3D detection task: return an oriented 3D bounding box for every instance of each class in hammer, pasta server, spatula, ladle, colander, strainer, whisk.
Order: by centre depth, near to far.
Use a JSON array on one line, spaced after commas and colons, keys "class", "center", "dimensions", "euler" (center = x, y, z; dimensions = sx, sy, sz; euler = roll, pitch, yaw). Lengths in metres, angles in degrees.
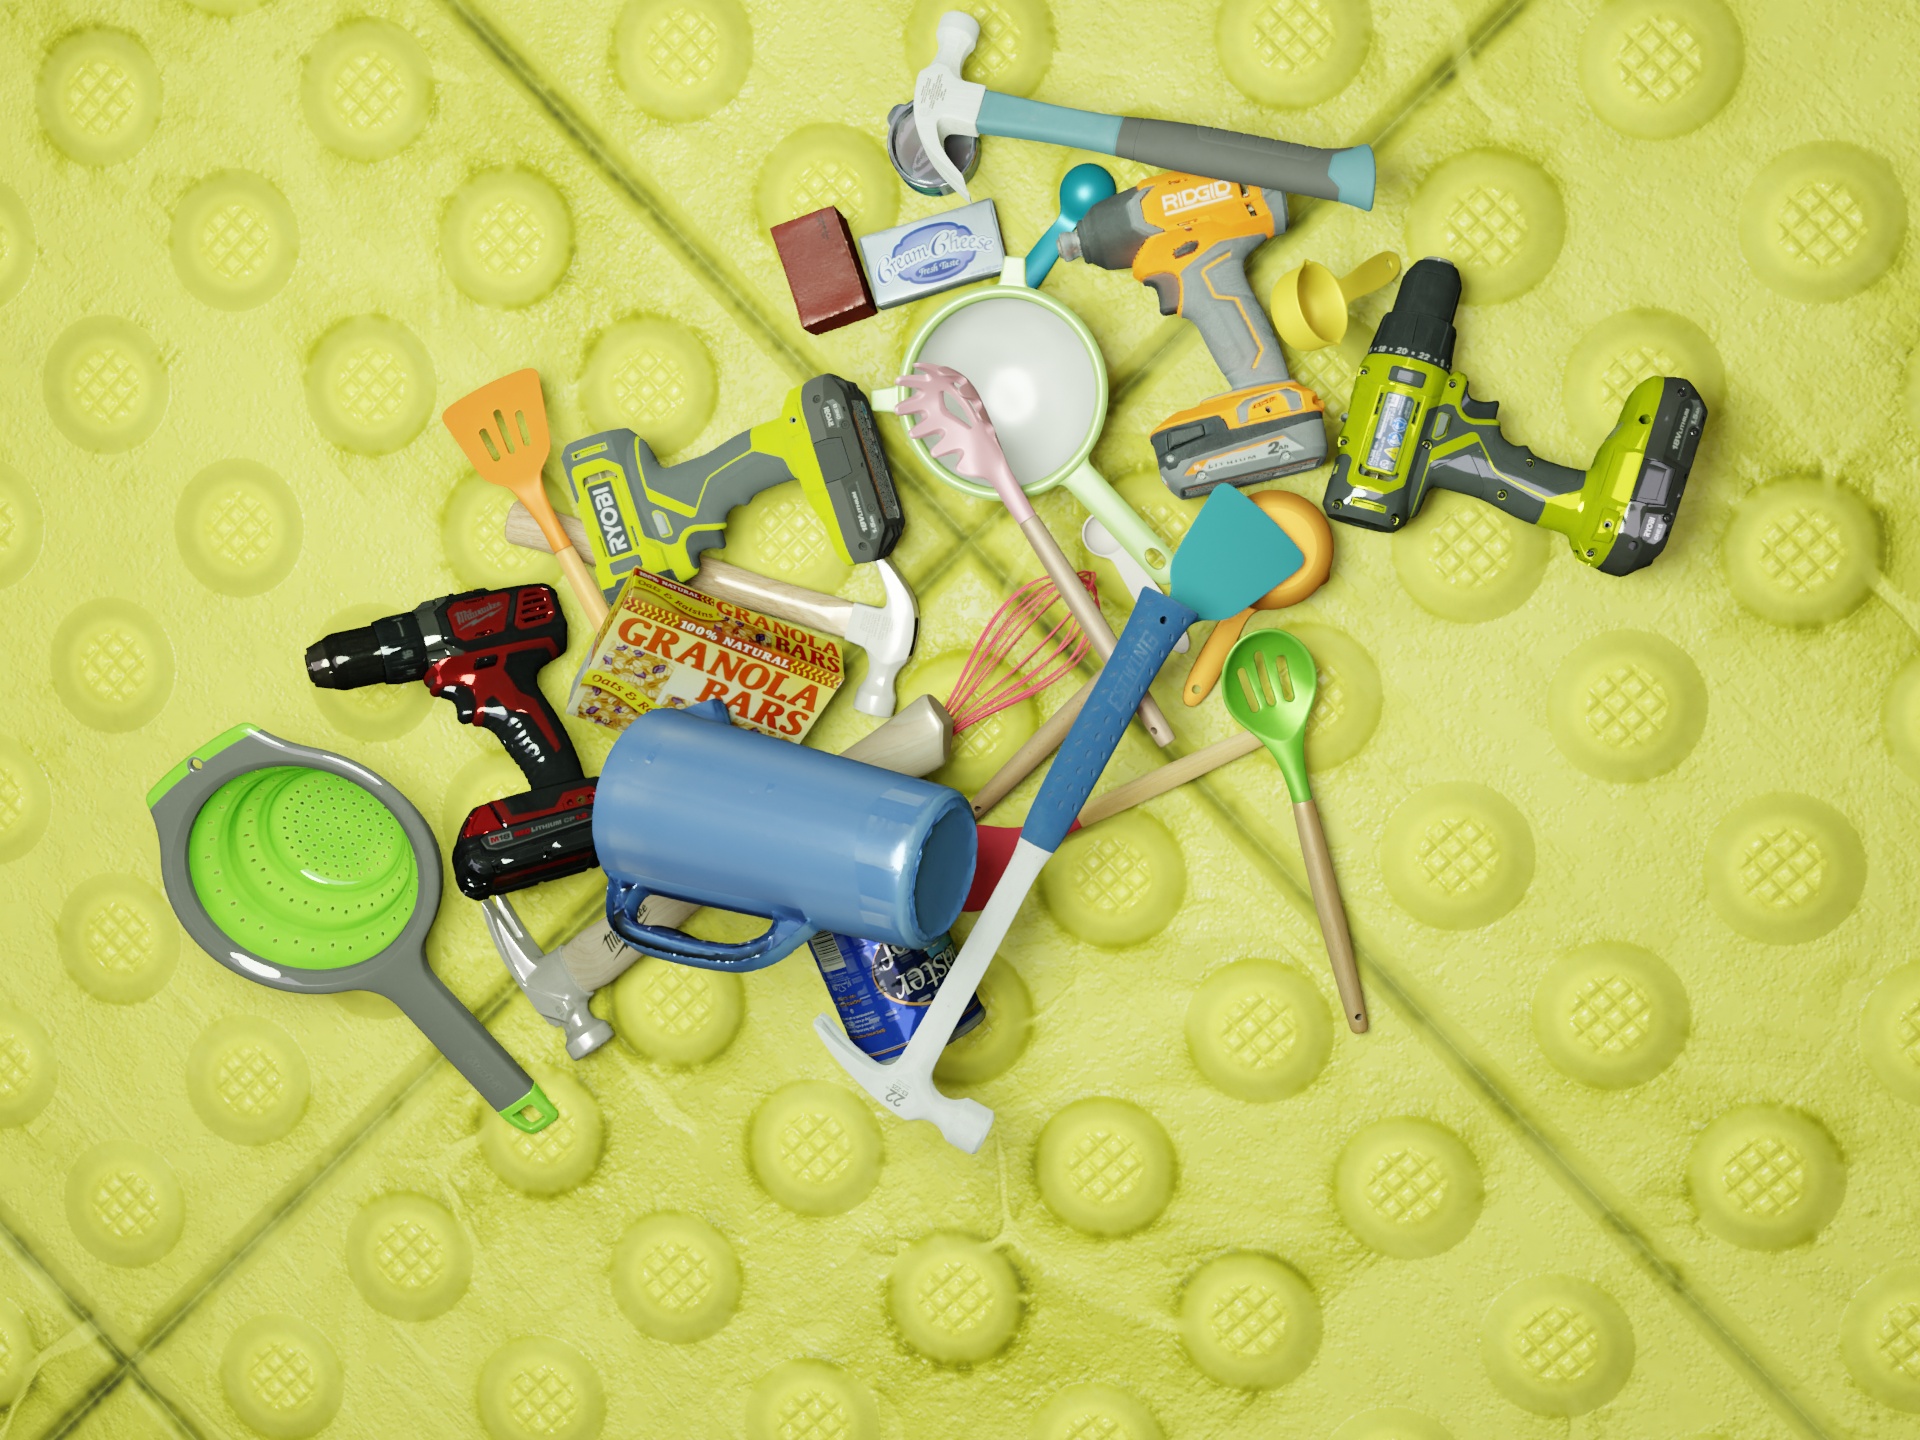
[{"class": "hammer", "center": [0.124, -0.402, 1.096], "dimensions": [0.331, 0.033, 0.128], "euler": [15, 82, 13]}, {"class": "hammer", "center": [0.042, 0.092, 1.098], "dimensions": [0.144, 0.035, 0.405], "euler": [28, 95, 3]}, {"class": "pasta server", "center": [0.057, -0.114, 1.110], "dimensions": [0.060, 0.040, 0.316], "euler": [-31, 92, 46]}, {"class": "spatula", "center": [0.109, -0.032, 1.155], "dimensions": [0.082, 0.044, 0.317], "euler": [42, 115, -7]}, {"class": "strainer", "center": [0.070, -0.199, 1.157], "dimensions": [0.151, 0.069, 0.256], "euler": [-43, 94, 15]}, {"class": "whisk", "center": [-0.002, -0.004, 1.187], "dimensions": [0.073, 0.073, 0.296], "euler": [45, 103, 2]}, {"class": "ladle", "center": [0.113, 0.063, 1.192], "dimensions": [0.315, 0.031, 0.069], "euler": [-25, 99, 7]}, {"class": "hammer", "center": [-0.182, 0.097, 1.202], "dimensions": [0.410, 0.038, 0.146], "euler": [-35, 88, 16]}, {"class": "spatula", "center": [-0.286, -0.108, 1.202], "dimensions": [0.081, 0.041, 0.322], "euler": [-27, 98, 1]}, {"class": "hammer", "center": [-0.191, -0.111, 1.216], "dimensions": [0.331, 0.031, 0.130], "euler": [17, 97, 6]}, {"class": "colander", "center": [-0.449, 0.163, 1.253], "dimensions": [0.204, 0.095, 0.396], "euler": [-34, 107, 9]}]

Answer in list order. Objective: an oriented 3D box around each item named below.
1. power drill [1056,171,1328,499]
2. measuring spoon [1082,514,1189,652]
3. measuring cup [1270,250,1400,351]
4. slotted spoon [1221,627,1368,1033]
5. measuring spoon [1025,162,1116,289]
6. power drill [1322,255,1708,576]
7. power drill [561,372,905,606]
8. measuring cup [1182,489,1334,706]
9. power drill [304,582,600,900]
[{"class": "power drill", "center": [0.166, -0.278, 1.132], "dimensions": [0.164, 0.084, 0.226], "euler": [-12, 88, 9]}, {"class": "measuring spoon", "center": [0.132, -0.102, 1.184], "dimensions": [0.034, 0.018, 0.124], "euler": [-35, 96, 4]}, {"class": "measuring cup", "center": [0.261, -0.296, 1.099], "dimensions": [0.029, 0.156, 0.062], "euler": [-14, 105, 45]}, {"class": "slotted spoon", "center": [0.254, 0.083, 1.163], "dimensions": [0.070, 0.031, 0.313], "euler": [-16, 98, 1]}, {"class": "measuring spoon", "center": [0.067, -0.353, 1.166], "dimensions": [0.042, 0.021, 0.128], "euler": [36, 97, 4]}, {"class": "power drill", "center": [0.385, -0.208, 1.109], "dimensions": [0.228, 0.080, 0.190], "euler": [17, 94, 8]}, {"class": "power drill", "center": [-0.162, -0.148, 1.156], "dimensions": [0.223, 0.080, 0.171], "euler": [-16, 97, 13]}, {"class": "measuring cup", "center": [0.206, -0.086, 1.152], "dimensions": [0.095, 0.052, 0.173], "euler": [28, 95, 5]}, {"class": "power drill", "center": [-0.362, 0.013, 1.170], "dimensions": [0.188, 0.080, 0.227], "euler": [-15, 74, -25]}]
